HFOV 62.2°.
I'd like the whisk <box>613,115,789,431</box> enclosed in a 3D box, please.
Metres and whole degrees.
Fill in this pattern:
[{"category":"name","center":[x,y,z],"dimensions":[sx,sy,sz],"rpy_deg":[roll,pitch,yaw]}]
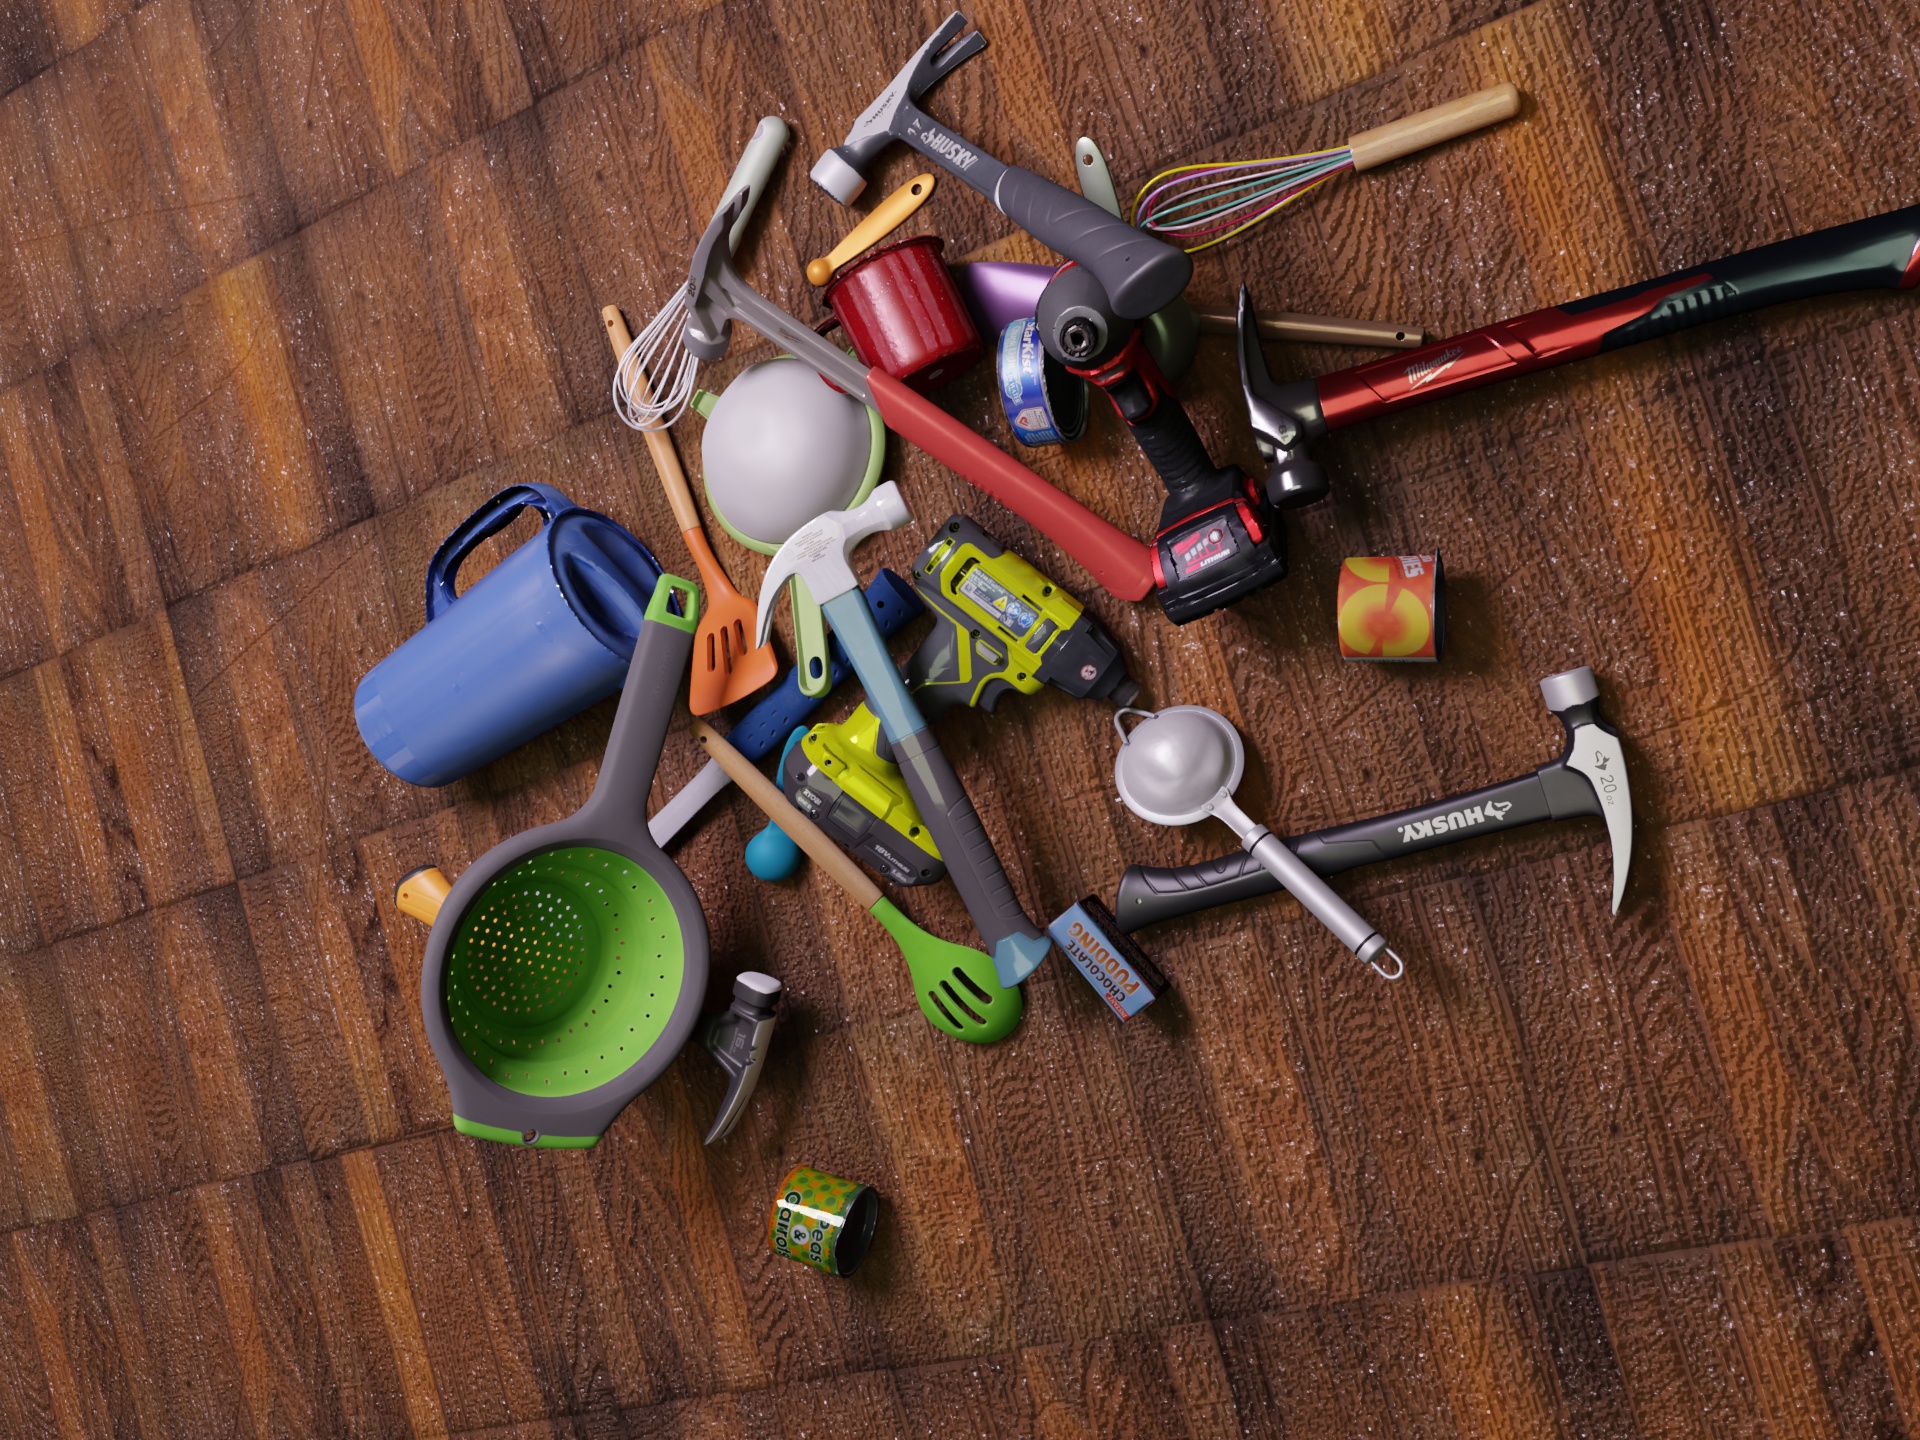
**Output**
[{"category":"whisk","center":[-0.185,-0.324,1.155],"dimensions":[0.058,0.059,0.246],"rpy_deg":[33,98,53]}]

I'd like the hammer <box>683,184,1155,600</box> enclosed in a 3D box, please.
[{"category":"hammer","center":[-0.018,-0.195,1.030],"dimensions":[0.359,0.149,0.037],"rpy_deg":[34,62,-3]}]

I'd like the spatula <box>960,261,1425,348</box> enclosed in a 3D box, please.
[{"category":"spatula","center":[0.144,-0.263,1.046],"dimensions":[0.316,0.018,0.059],"rpy_deg":[10,107,22]}]

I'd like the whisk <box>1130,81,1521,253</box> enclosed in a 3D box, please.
[{"category":"whisk","center":[0.223,-0.350,0.997],"dimensions":[0.245,0.051,0.047],"rpy_deg":[-15,82,19]}]

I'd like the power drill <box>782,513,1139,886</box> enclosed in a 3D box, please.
[{"category":"power drill","center":[-0.002,-0.003,1.081],"dimensions":[0.171,0.080,0.223],"rpy_deg":[38,104,-2]}]

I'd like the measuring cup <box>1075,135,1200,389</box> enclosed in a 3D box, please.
[{"category":"measuring cup","center":[0.098,-0.287,1.019],"dimensions":[0.083,0.038,0.167],"rpy_deg":[-8,114,30]}]

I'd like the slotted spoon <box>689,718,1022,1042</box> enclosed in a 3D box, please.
[{"category":"slotted spoon","center":[-0.079,0.112,1.123],"dimensions":[0.314,0.031,0.070],"rpy_deg":[44,110,5]}]

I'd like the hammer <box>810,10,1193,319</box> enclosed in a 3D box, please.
[{"category":"hammer","center":[0.027,-0.329,0.964],"dimensions":[0.149,0.036,0.409],"rpy_deg":[-49,39,10]}]

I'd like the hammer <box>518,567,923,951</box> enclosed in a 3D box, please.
[{"category":"hammer","center":[-0.176,0.044,1.183],"dimensions":[0.405,0.035,0.144],"rpy_deg":[-43,77,18]}]

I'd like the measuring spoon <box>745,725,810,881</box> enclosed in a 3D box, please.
[{"category":"measuring spoon","center":[-0.125,0.064,1.147],"dimensions":[0.042,0.021,0.128],"rpy_deg":[7,115,-19]}]

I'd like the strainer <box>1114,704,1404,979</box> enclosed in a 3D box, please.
[{"category":"strainer","center":[0.182,0.068,1.002],"dimensions":[0.087,0.050,0.259],"rpy_deg":[-43,63,-2]}]

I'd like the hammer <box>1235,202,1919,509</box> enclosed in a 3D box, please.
[{"category":"hammer","center":[0.357,-0.243,0.935],"dimensions":[0.386,0.038,0.143],"rpy_deg":[-14,79,17]}]

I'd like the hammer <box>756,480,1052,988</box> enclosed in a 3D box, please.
[{"category":"hammer","center":[-0.026,0.021,1.034],"dimensions":[0.128,0.033,0.331],"rpy_deg":[-25,95,8]}]

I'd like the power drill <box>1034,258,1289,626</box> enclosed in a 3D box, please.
[{"category":"power drill","center":[0.116,-0.176,0.962],"dimensions":[0.078,0.143,0.219],"rpy_deg":[-25,109,21]}]

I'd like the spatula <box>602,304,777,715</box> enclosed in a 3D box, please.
[{"category":"spatula","center":[-0.213,-0.164,1.184],"dimensions":[0.081,0.041,0.323],"rpy_deg":[-24,83,24]}]

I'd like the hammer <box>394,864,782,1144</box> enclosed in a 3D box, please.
[{"category":"hammer","center":[-0.294,0.194,1.201],"dimensions":[0.337,0.034,0.127],"rpy_deg":[21,99,20]}]

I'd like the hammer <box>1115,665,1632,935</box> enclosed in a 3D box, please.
[{"category":"hammer","center":[0.254,0.084,1.011],"dimensions":[0.335,0.035,0.146],"rpy_deg":[-18,85,22]}]

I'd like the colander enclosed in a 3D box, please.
[{"category":"colander","center":[-0.264,0.090,1.113],"dimensions":[0.094,0.204,0.397],"rpy_deg":[5,79,54]}]

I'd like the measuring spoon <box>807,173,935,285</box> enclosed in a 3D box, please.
[{"category":"measuring spoon","center":[-0.065,-0.349,1.129],"dimensions":[0.117,0.011,0.021],"rpy_deg":[-34,80,20]}]

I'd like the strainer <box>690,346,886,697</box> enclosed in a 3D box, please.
[{"category":"strainer","center":[-0.126,-0.144,1.113],"dimensions":[0.151,0.069,0.256],"rpy_deg":[-12,78,23]}]
